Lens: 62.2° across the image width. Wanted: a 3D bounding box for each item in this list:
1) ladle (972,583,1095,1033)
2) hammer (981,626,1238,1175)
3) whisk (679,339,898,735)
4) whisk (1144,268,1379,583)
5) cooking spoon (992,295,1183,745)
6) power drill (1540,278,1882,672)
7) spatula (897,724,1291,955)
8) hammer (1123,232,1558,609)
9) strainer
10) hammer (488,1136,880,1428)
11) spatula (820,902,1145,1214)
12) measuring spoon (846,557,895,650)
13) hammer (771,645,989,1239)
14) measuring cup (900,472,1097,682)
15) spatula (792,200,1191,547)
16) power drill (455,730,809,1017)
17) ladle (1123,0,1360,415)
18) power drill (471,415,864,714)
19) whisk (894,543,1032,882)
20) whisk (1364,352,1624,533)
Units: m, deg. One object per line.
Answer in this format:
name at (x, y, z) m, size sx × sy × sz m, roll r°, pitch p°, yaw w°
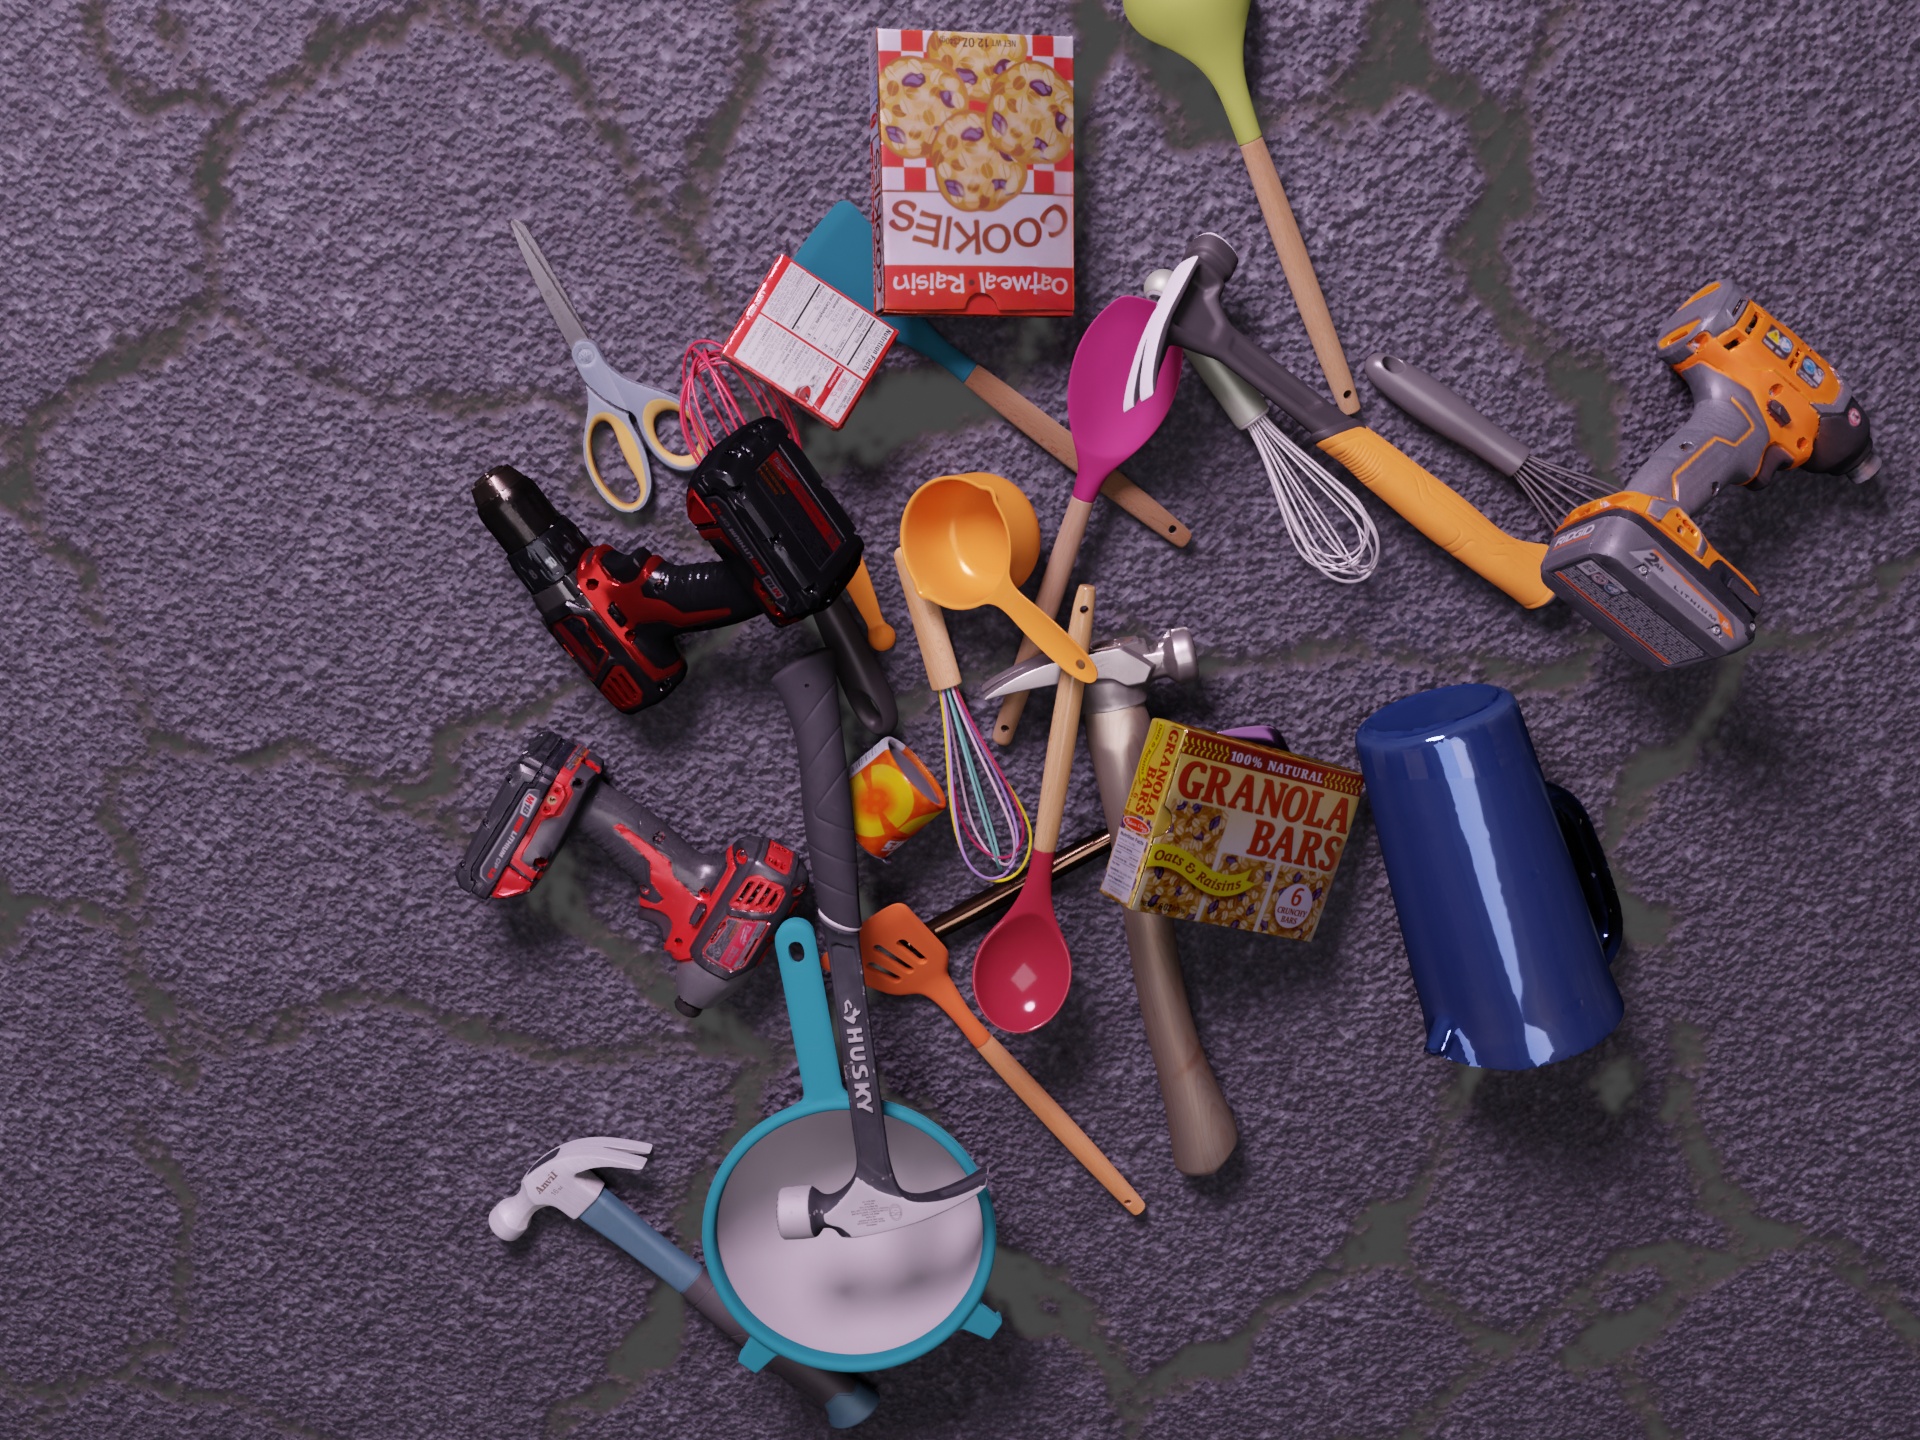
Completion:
ladle at (0.059, 0.062, 1.069) m, size 0.069 × 0.031 × 0.315 m, roll 7°, pitch 106°, yaw -4°
hammer at (0.125, 0.142, 1.125) m, size 0.146 × 0.038 × 0.410 m, roll -11°, pitch 107°, yaw 4°
whisk at (-0.109, -0.118, 1.068) m, size 0.073 × 0.073 × 0.295 m, roll -22°, pitch 109°, yaw 8°
whisk at (0.198, -0.193, 1.045) m, size 0.059 × 0.058 × 0.246 m, roll -41°, pitch 99°, yaw -23°
cooking spoon at (0.073, -0.124, 1.058) m, size 0.068 × 0.017 × 0.318 m, roll 17°, pitch 113°, yaw -2°
power drill at (0.478, -0.143, 0.990) m, size 0.164 × 0.084 × 0.226 m, roll 37°, pitch 74°, yaw -8°
spatula at (0.091, 0.090, 1.137) m, size 0.316 × 0.018 × 0.059 m, roll -29°, pitch 103°, yaw 8°
hammer at (0.256, -0.164, 1.015) m, size 0.336 × 0.034 × 0.127 m, roll 32°, pitch 69°, yaw -17°
strainer at (-0.090, 0.300, 1.168) m, size 0.211 × 0.095 × 0.340 m, roll -9°, pitch 98°, yaw 2°
hammer at (-0.200, 0.445, 1.239) m, size 0.331 × 0.033 × 0.128 m, roll 41°, pitch 104°, yaw -9°
spatula at (0.031, 0.259, 1.174) m, size 0.081 × 0.041 × 0.322 m, roll -38°, pitch 102°, yaw 17°
measuring spoon at (-0.074, -0.100, 1.093) m, size 0.021 × 0.011 × 0.117 m, roll -22°, pitch 104°, yaw 8°
hammer at (-0.074, 0.154, 1.074) m, size 0.149 × 0.036 × 0.409 m, roll -6°, pitch 99°, yaw 5°
measuring cup at (0.038, -0.091, 1.041) m, size 0.174 × 0.052 × 0.095 m, roll 46°, pitch 124°, yaw 14°
spatula at (0.026, -0.210, 1.043) m, size 0.317 × 0.044 × 0.082 m, roll 36°, pitch 99°, yaw -9°
power drill at (-0.233, 0.114, 1.129) m, size 0.219 × 0.079 × 0.143 m, roll 29°, pitch 105°, yaw -9°
ladle at (0.190, -0.342, 1.008) m, size 0.078 × 0.062 × 0.320 m, roll -26°, pitch 110°, yaw 3°
power drill at (-0.197, -0.113, 1.023) m, size 0.226 × 0.080 × 0.187 m, roll -21°, pitch 114°, yaw 34°
whisk at (0.000, -0.004, 1.103) m, size 0.047 × 0.051 × 0.245 m, roll -14°, pitch 99°, yaw 16°
whisk at (0.363, -0.167, 1.042) m, size 0.239 × 0.055 × 0.055 m, roll 34°, pitch 104°, yaw -2°
